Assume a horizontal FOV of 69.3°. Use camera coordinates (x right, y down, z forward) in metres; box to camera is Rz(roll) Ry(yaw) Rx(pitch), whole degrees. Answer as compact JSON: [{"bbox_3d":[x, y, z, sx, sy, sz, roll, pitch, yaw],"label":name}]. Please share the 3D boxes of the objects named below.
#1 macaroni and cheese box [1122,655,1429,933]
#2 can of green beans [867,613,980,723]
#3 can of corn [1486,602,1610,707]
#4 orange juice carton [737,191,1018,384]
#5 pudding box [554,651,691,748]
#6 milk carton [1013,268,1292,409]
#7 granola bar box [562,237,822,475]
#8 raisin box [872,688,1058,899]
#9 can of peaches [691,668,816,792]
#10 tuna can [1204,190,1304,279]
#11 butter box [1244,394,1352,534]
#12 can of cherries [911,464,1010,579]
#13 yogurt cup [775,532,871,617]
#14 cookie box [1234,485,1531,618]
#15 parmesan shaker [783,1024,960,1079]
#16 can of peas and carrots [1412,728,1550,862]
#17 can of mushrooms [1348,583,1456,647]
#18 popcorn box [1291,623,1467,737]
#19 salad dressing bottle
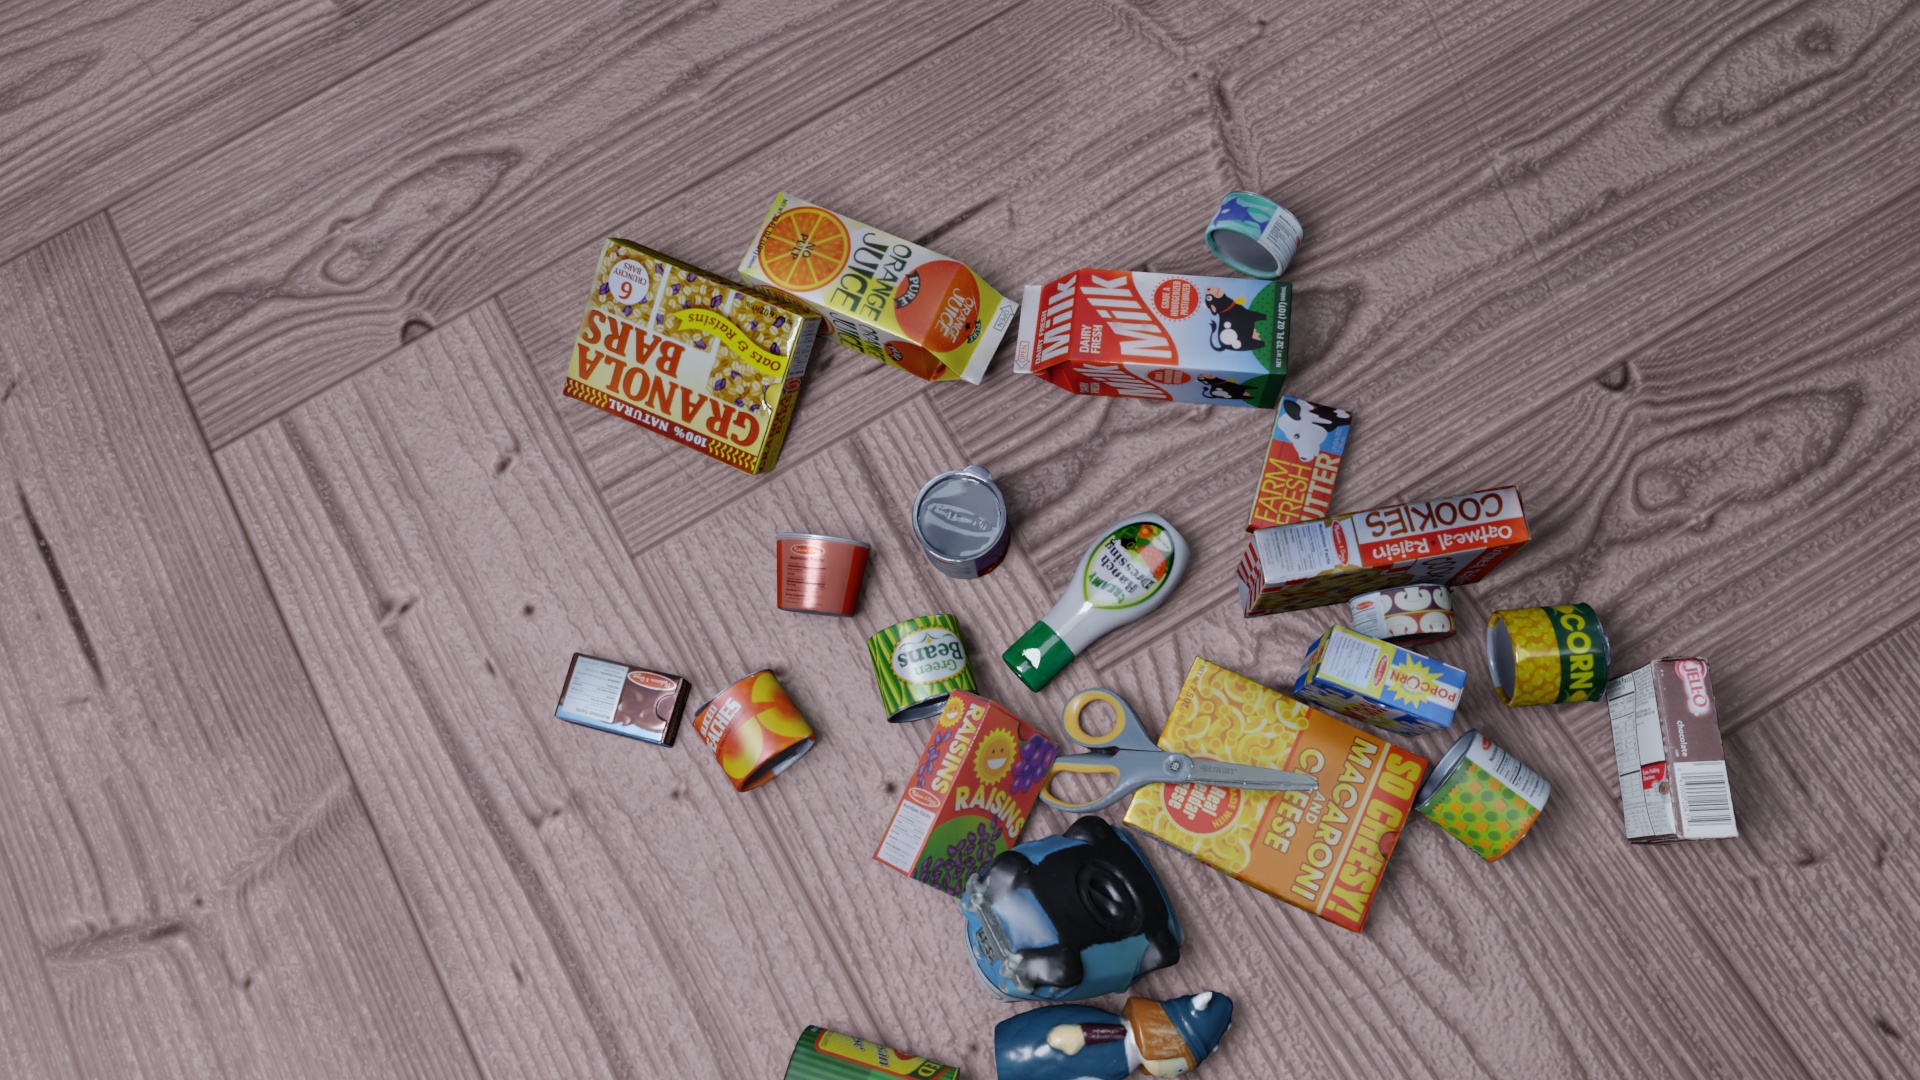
[{"bbox_3d":[0.208,0.169,0.926,0.166,0.040,0.124,24,79,11],"label":"macaroni and cheese box"},{"bbox_3d":[-0.026,0.088,0.956,0.071,0.071,0.058,-17,74,1],"label":"can of green beans"},{"bbox_3d":[0.388,0.076,0.920,0.058,0.071,0.071,-5,75,5],"label":"can of corn"},{"bbox_3d":[-0.058,-0.180,1.029,0.193,0.073,0.072,23,78,10],"label":"orange juice carton"},{"bbox_3d":[-0.239,0.114,0.987,0.084,0.030,0.050,12,75,8],"label":"pudding box"},{"bbox_3d":[0.137,-0.146,1.002,0.191,0.073,0.072,6,76,7],"label":"milk carton"},{"bbox_3d":[-0.199,-0.136,1.021,0.166,0.039,0.123,23,105,11],"label":"granola bar box"},{"bbox_3d":[0.006,0.171,0.918,0.040,0.086,0.123,14,73,45],"label":"raisin box"},{"bbox_3d":[-0.142,0.131,0.953,0.071,0.071,0.058,-36,76,-5],"label":"can of peaches"},{"bbox_3d":[0.213,-0.224,1.022,0.071,0.071,0.033,29,81,12],"label":"tuna can"},{"bbox_3d":[0.241,-0.048,0.991,0.053,0.024,0.104,15,76,10],"label":"butter box"},{"bbox_3d":[0.004,-0.012,0.985,0.071,0.058,0.071,-2,74,6],"label":"can of cherries"},{"bbox_3d":[-0.099,0.025,0.982,0.072,0.072,0.054,5,84,7],"label":"yogurt cup"},{"bbox_3d":[0.274,0.009,0.921,0.167,0.122,0.040,-10,75,3],"label":"cookie box"},{"bbox_3d":[-0.059,0.355,0.883,0.103,0.071,0.071,14,77,9],"label":"parmesan shaker"},{"bbox_3d":[0.337,0.168,0.904,0.059,0.071,0.071,37,81,13],"label":"can of peas and carrots"},{"bbox_3d":[0.301,0.052,0.937,0.071,0.071,0.033,-6,76,3],"label":"can of mushrooms"},{"bbox_3d":[0.267,0.093,0.897,0.085,0.126,0.038,21,82,10],"label":"popcorn box"},{"bbox_3d":[0.094,0.044,0.969,0.148,0.044,0.064,-43,74,-7],"label":"salad dressing bottle"}]
